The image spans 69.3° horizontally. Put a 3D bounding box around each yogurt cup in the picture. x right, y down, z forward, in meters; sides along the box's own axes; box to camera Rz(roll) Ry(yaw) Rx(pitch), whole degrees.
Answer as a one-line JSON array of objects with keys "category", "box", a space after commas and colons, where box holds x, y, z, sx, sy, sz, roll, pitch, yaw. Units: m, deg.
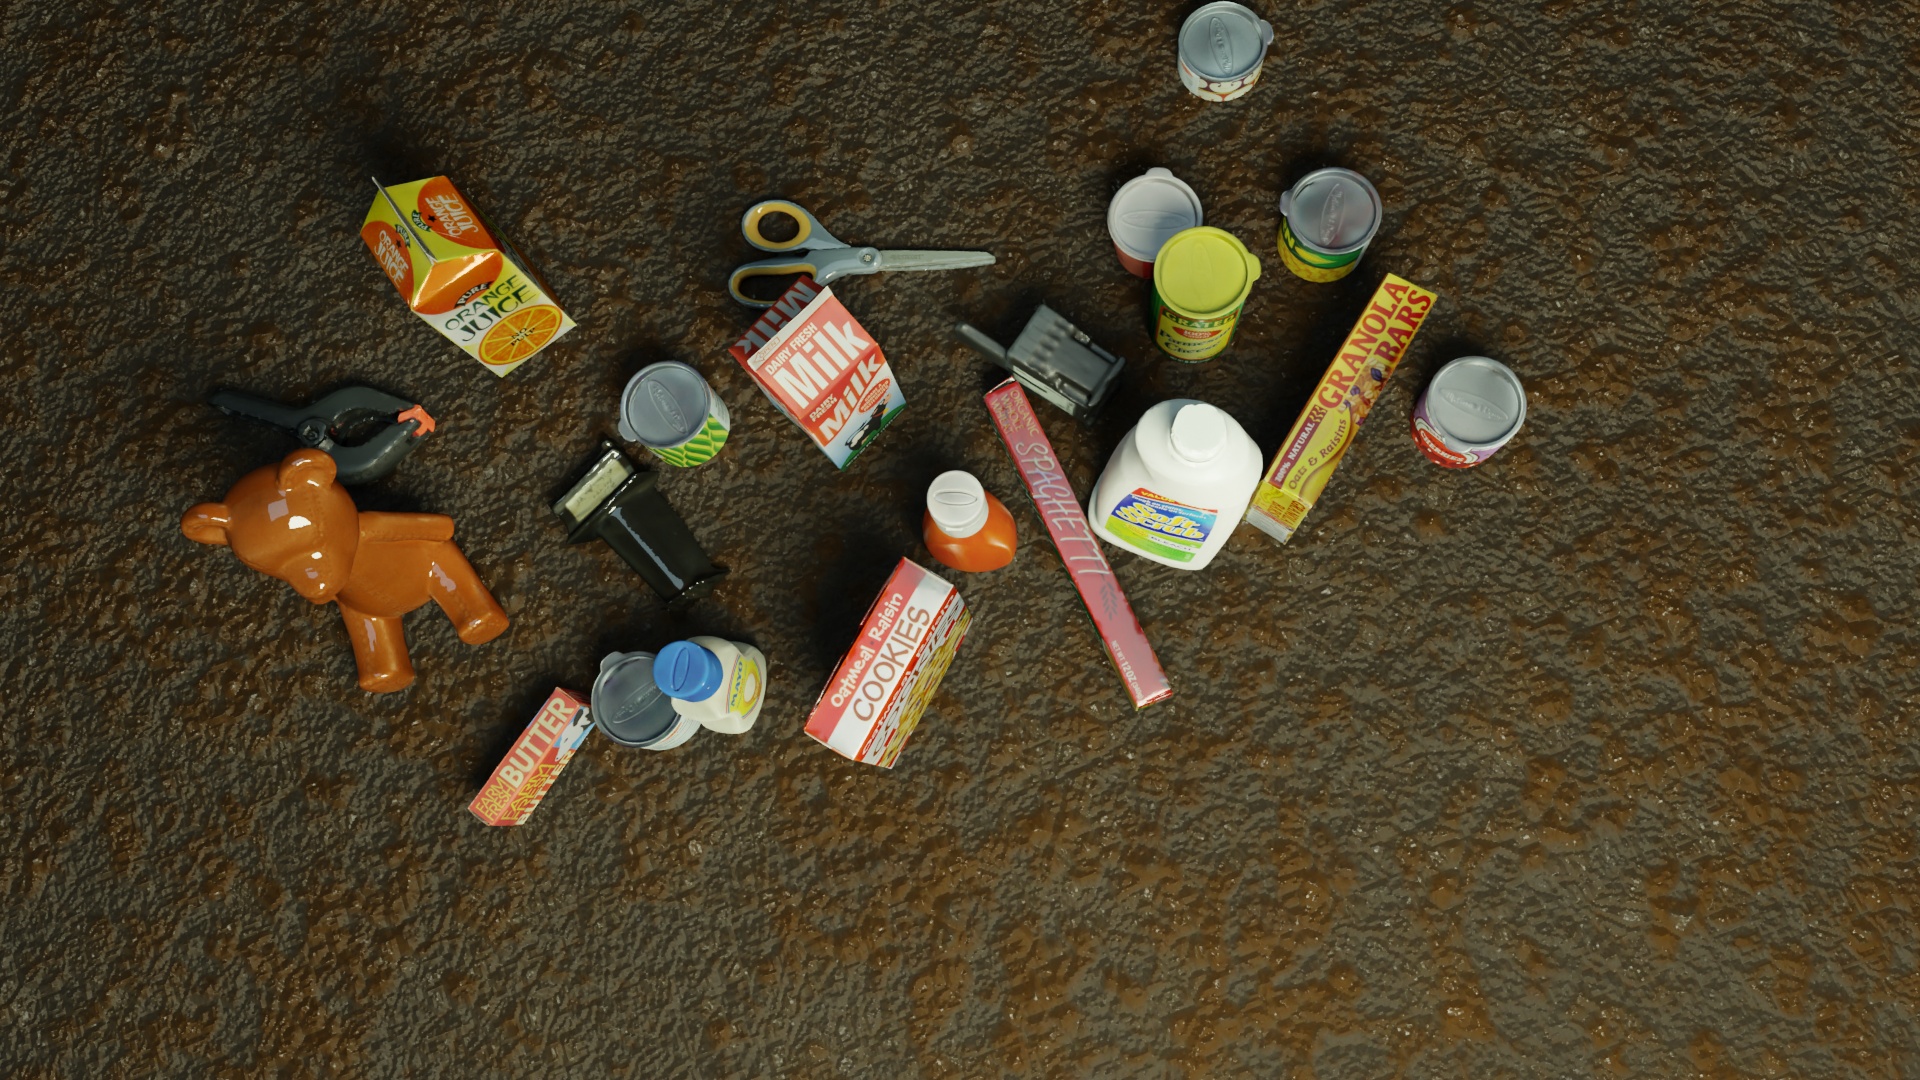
[{"category": "yogurt cup", "box": [0.142, -0.227, 1.020, 0.072, 0.054, 0.072, -1, 79, 5]}]

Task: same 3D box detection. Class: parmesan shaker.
[{"category": "parmesan shaker", "box": [0.170, -0.170, 0.981, 0.071, 0.103, 0.071, -1, 79, 5]}]

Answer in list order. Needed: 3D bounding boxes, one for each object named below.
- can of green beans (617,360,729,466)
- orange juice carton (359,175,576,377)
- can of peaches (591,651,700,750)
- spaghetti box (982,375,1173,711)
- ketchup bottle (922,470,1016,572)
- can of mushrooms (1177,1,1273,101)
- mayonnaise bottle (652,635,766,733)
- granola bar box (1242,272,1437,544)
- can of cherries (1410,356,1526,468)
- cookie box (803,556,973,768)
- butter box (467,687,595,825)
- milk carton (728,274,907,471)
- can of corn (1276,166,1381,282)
[{"category": "can of green beans", "box": [-0.208, -0.092, 1.020, 0.071, 0.057, 0.071, -1, 79, 5]}, {"category": "orange juice carton", "box": [-0.352, -0.190, 0.984, 0.073, 0.192, 0.072, -36, 78, -2]}, {"category": "can of peaches", "box": [-0.220, 0.112, 0.979, 0.071, 0.058, 0.071, -1, 79, 5]}, {"category": "spaghetti box", "box": [0.081, 0.002, 0.980, 0.029, 0.050, 0.250, -26, 77, 0]}, {"category": "ketchup bottle", "box": [0.003, -0.012, 0.939, 0.065, 0.148, 0.043, 3, 79, 6]}, {"category": "can of mushrooms", "box": [0.200, -0.371, 1.055, 0.071, 0.033, 0.071, -1, 78, 5]}, {"category": "mayonnaise bottle", "box": [-0.167, 0.094, 0.932, 0.041, 0.148, 0.065, 9, 80, 7]}, {"category": "granola bar box", "box": [0.254, -0.087, 0.945, 0.039, 0.124, 0.166, 31, 83, 10]}, {"category": "can of cherries", "box": [0.352, -0.086, 0.971, 0.071, 0.058, 0.071, -1, 79, 5]}, {"category": "cookie box", "box": [-0.043, 0.085, 0.913, 0.040, 0.167, 0.123, 28, 82, 10]}, {"category": "butter box", "box": [-0.298, 0.153, 0.979, 0.024, 0.053, 0.103, 34, 83, 10]}, {"category": "milk carton", "box": [-0.097, -0.116, 0.947, 0.073, 0.190, 0.072, 44, 85, 11]}, {"category": "can of corn", "box": [0.263, -0.228, 1.008, 0.071, 0.058, 0.071, -1, 79, 5]}]
